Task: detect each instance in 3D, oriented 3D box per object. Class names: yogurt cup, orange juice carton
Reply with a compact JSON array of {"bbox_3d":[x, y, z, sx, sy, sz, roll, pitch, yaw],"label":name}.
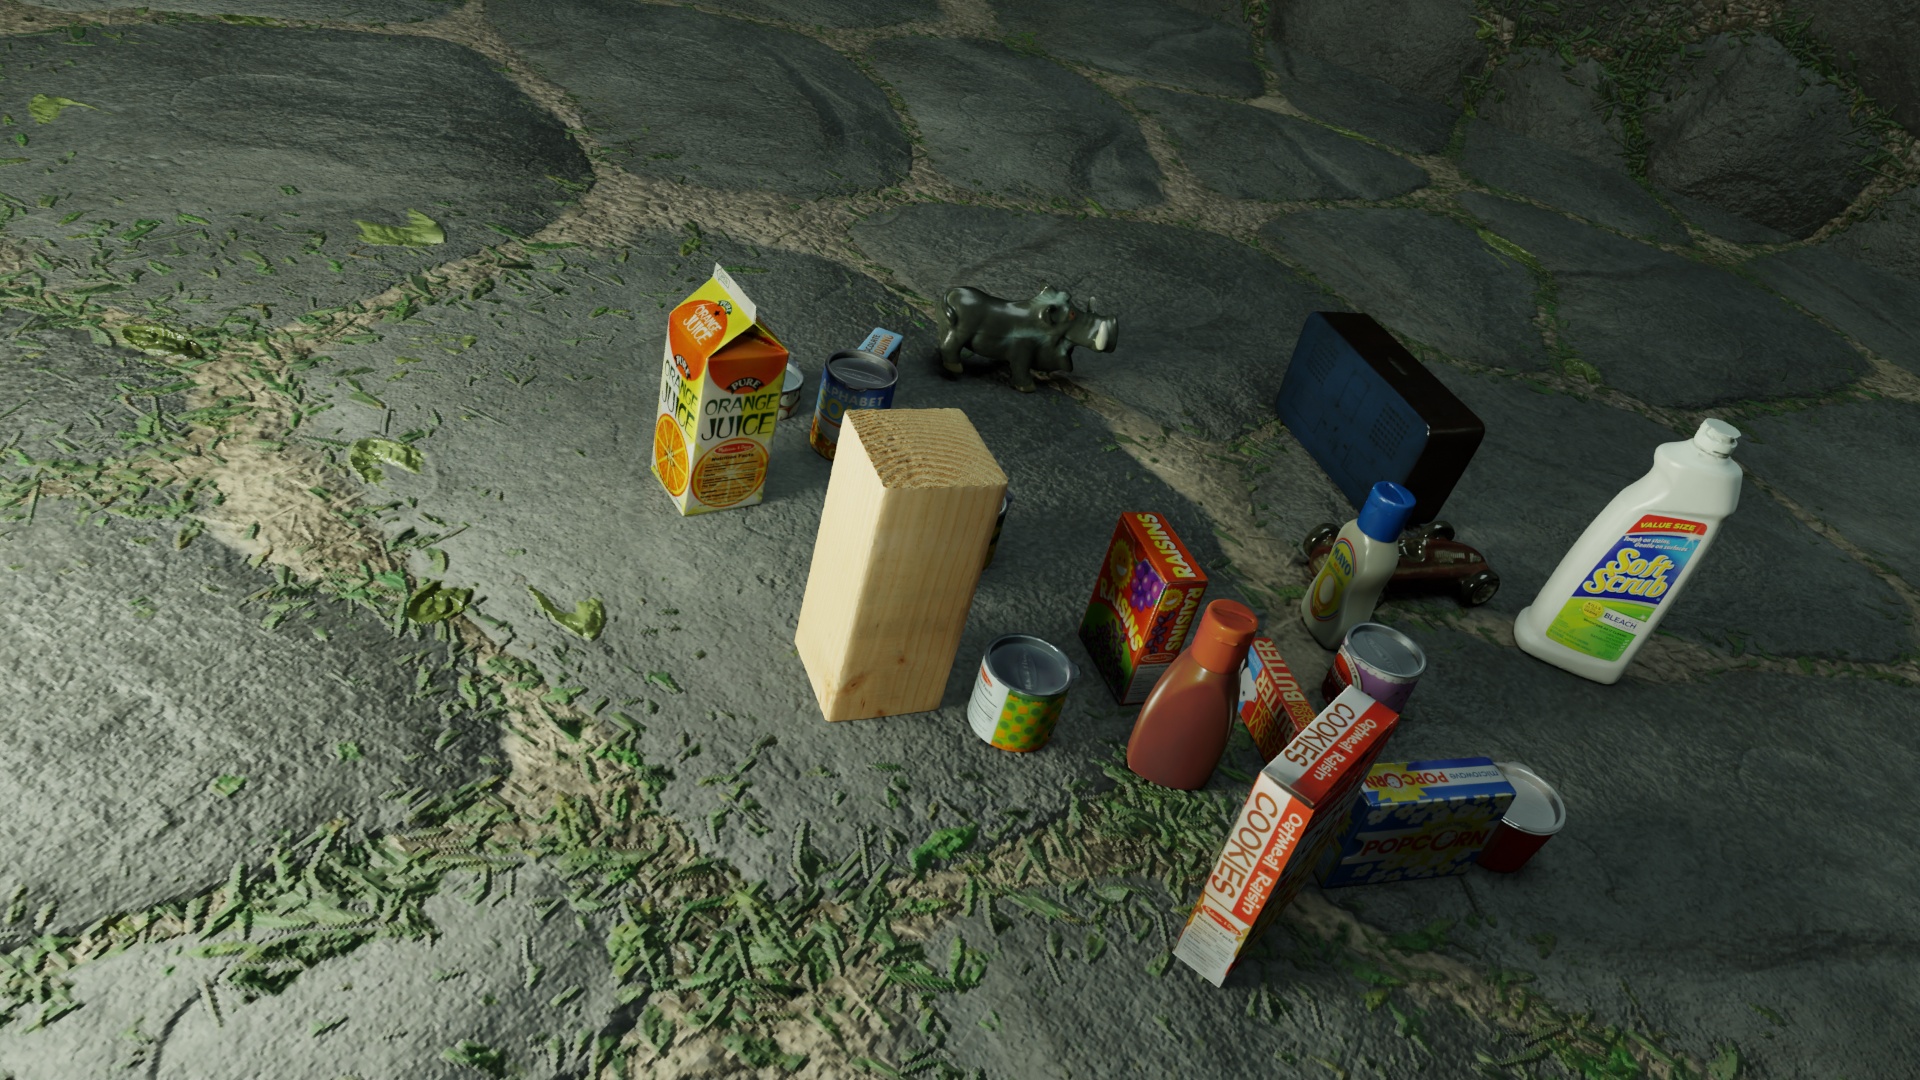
[{"bbox_3d":[0.397,0.204,1.015,0.072,0.053,0.073,11,35,-8],"label":"yogurt cup"},{"bbox_3d":[-0.192,-0.120,1.110,0.073,0.191,0.072,-11,43,-33],"label":"orange juice carton"}]

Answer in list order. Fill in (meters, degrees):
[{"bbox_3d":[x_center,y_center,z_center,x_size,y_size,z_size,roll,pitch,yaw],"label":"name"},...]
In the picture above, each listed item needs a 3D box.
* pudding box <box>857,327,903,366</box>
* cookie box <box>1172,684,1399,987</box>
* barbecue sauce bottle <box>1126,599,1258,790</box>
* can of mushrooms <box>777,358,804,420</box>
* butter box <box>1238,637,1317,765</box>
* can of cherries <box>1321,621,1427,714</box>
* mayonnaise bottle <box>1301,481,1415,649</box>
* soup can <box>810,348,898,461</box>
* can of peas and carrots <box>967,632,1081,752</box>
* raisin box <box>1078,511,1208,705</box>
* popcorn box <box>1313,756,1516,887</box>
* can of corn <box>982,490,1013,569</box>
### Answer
[{"bbox_3d":[-0.086,-0.166,1.340,0.030,0.049,0.084,21,35,7],"label":"pudding box"},{"bbox_3d":[0.204,0.184,0.868,0.040,0.166,0.123,34,39,24],"label":"cookie box"},{"bbox_3d":[0.167,0.109,0.974,0.065,0.147,0.044,16,35,0],"label":"barbecue sauce bottle"},{"bbox_3d":[-0.178,-0.143,1.285,0.071,0.033,0.071,11,35,-8],"label":"can of mushrooms"},{"bbox_3d":[0.238,0.127,1.060,0.024,0.052,0.104,3,37,-19],"label":"butter box"},{"bbox_3d":[0.330,0.108,1.117,0.071,0.058,0.072,11,35,-8],"label":"can of cherries"},{"bbox_3d":[0.334,0.020,1.163,0.041,0.147,0.065,3,37,-17],"label":"mayonnaise bottle"},{"bbox_3d":[-0.096,-0.117,1.239,0.071,0.083,0.072,11,35,-8],"label":"soup can"},{"bbox_3d":[0.045,0.110,1.002,0.071,0.058,0.071,11,35,-8],"label":"can of peas and carrots"},{"bbox_3d":[0.137,0.052,1.063,0.040,0.122,0.086,0,38,-22],"label":"raisin box"},{"bbox_3d":[0.311,0.195,0.966,0.127,0.084,0.038,0,38,-21],"label":"popcorn box"},{"bbox_3d":[0.004,-0.015,1.158,0.071,0.058,0.071,11,35,-8],"label":"can of corn"}]
